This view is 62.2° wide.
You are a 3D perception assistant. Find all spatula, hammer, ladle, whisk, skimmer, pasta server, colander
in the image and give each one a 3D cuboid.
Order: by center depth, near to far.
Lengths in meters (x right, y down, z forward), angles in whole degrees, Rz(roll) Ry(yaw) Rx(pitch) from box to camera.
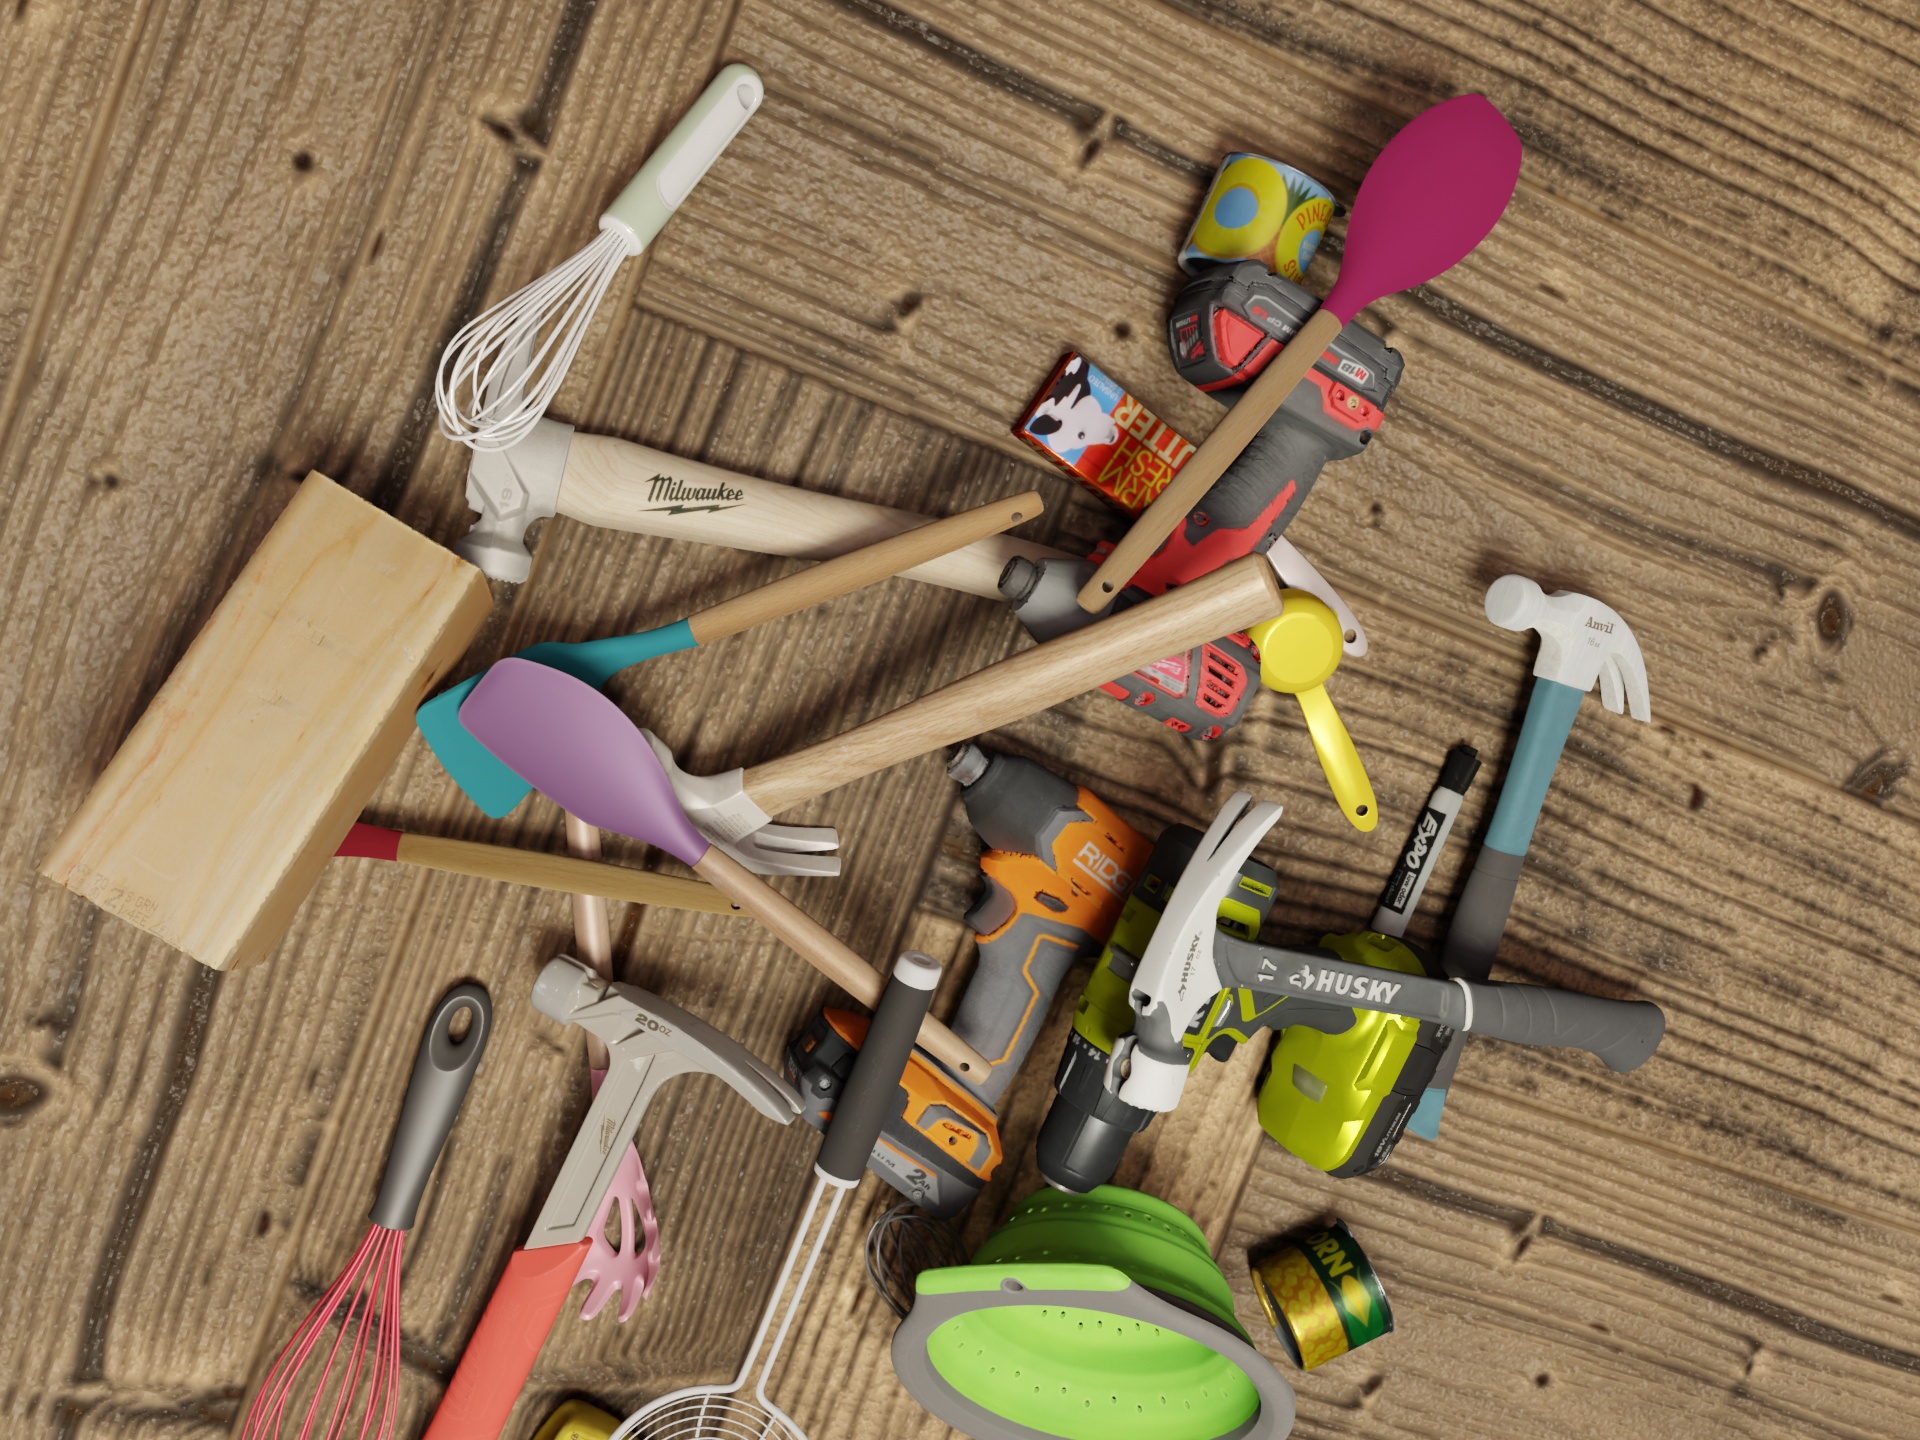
[{"bbox_3d":[-0.165,-0.224,0.754,0.246,0.059,0.057,-58,141,-19],"label":"whisk"},{"bbox_3d":[-0.105,0.079,0.774,0.315,0.018,0.059,41,105,-11],"label":"spatula"},{"bbox_3d":[-0.083,0.286,0.775,0.127,0.090,0.363,21,103,-2],"label":"skimmer"},{"bbox_3d":[-0.001,-0.002,0.779,0.331,0.031,0.129,-22,137,17],"label":"hammer"},{"bbox_3d":[-0.106,-0.045,0.784,0.317,0.044,0.082,-21,133,2],"label":"spatula"},{"bbox_3d":[-0.254,0.069,0.797,0.315,0.031,0.069,10,91,-8],"label":"ladle"},{"bbox_3d":[-0.217,0.307,0.821,0.149,0.036,0.359,28,100,11],"label":"hammer"},{"bbox_3d":[-0.300,0.277,0.822,0.073,0.073,0.296,19,87,-14],"label":"whisk"},{"bbox_3d":[-0.042,-0.104,0.830,0.410,0.038,0.146,12,94,-14],"label":"hammer"},{"bbox_3d":[0.249,0.141,0.831,0.408,0.036,0.149,14,94,-36],"label":"hammer"},{"bbox_3d":[-0.192,0.157,0.834,0.060,0.040,0.316,-1,98,14],"label":"pasta server"},{"bbox_3d":[0.102,0.367,0.880,0.204,0.095,0.396,-9,130,22],"label":"colander"},{"bbox_3d":[0.010,0.370,0.904,0.055,0.055,0.238,-29,107,-7],"label":"whisk"},{"bbox_3d":[0.309,0.087,0.922,0.128,0.033,0.331,12,100,-29],"label":"hammer"}]

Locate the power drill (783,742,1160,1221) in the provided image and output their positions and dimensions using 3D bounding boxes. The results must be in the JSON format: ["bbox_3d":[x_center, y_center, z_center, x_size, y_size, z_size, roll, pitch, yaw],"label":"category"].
[{"bbox_3d":[0.006,0.131,0.853,0.164,0.084,0.226,41,84,-14],"label":"power drill"}]

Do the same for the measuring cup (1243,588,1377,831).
[{"bbox_3d":[0.206,0.000,0.897,0.062,0.029,0.156,-25,105,5],"label":"measuring cup"}]

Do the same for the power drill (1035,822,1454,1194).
[{"bbox_3d":[0.150,0.172,0.844,0.228,0.080,0.190,22,95,-38],"label":"power drill"}]

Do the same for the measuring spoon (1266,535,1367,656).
[{"bbox_3d":[0.192,-0.081,0.891,0.034,0.018,0.124,-44,105,-3],"label":"measuring spoon"}]

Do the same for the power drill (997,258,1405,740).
[{"bbox_3d":[0.119,-0.114,0.815,0.143,0.078,0.219,27,88,-15],"label":"power drill"}]

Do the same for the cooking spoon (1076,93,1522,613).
[{"bbox_3d":[0.163,-0.175,0.769,0.068,0.017,0.319,41,87,-16],"label":"cooking spoon"}]
